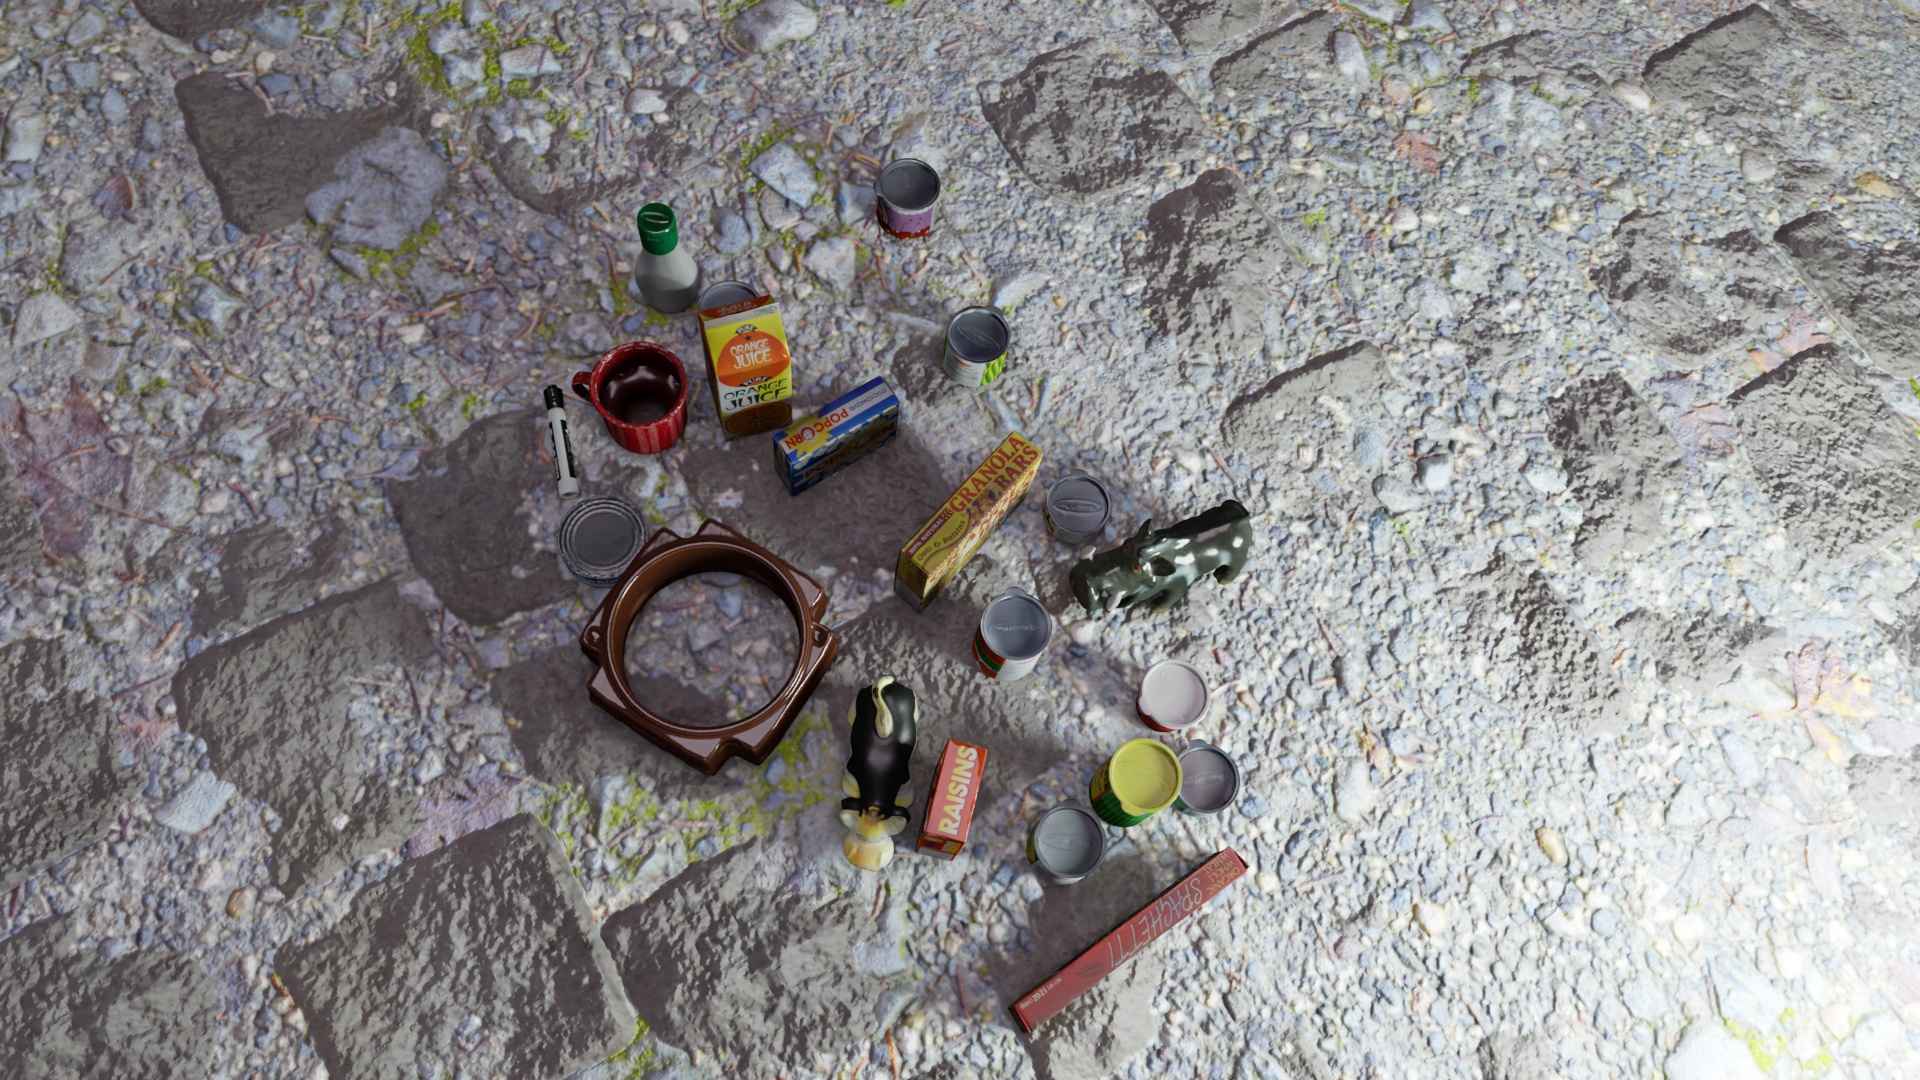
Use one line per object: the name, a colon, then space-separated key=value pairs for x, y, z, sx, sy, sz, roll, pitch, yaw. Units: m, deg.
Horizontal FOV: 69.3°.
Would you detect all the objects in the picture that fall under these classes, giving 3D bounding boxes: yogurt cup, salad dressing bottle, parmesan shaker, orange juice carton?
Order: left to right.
salad dressing bottle: x=-0.295 y=-0.280 z=1.383 sx=0.064 sy=0.147 sz=0.044 roll=10 pitch=70 yaw=-3
orange juice carton: x=-0.205 y=-0.172 z=1.329 sx=0.072 sy=0.192 sz=0.073 roll=-15 pitch=73 yaw=-11
parmesan shaker: x=0.156 y=0.226 z=1.270 sx=0.071 sy=0.102 sz=0.071 roll=2 pitch=70 yaw=-6
yogurt cup: x=0.200 y=0.152 z=1.329 sx=0.072 sy=0.053 sz=0.072 roll=2 pitch=70 yaw=-6

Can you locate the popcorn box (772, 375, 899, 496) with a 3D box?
popcorn box: x=-0.122 y=-0.102 z=1.370 sx=0.127 sy=0.085 sz=0.038 roll=-31 pitch=76 yaw=-16

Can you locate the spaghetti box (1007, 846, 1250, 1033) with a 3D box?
spaghetti box: x=0.152 y=0.357 z=1.249 sx=0.251 sy=0.050 sz=0.029 roll=-32 pitch=76 yaw=-16

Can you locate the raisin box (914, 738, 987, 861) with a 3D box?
raisin box: x=-0.010 y=0.233 z=1.238 sx=0.040 sy=0.123 sz=0.086 roll=16 pitch=69 yaw=0

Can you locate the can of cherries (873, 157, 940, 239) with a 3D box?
can of cherries: x=-0.059 y=-0.366 z=1.489 sx=0.071 sy=0.058 sz=0.072 roll=2 pitch=70 yaw=-6

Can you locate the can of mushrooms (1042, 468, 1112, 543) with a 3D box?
can of mushrooms: x=0.117 y=-0.034 z=1.399 sx=0.071 sy=0.033 sz=0.071 roll=2 pitch=70 yaw=-6

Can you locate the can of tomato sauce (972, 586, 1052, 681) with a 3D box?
can of tomato sauce: x=0.047 y=0.090 z=1.319 sx=0.071 sy=0.082 sz=0.071 roll=2 pitch=70 yaw=-6

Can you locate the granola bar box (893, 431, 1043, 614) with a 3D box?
granola bar box: x=0.005 y=-0.017 z=1.332 sx=0.039 sy=0.123 sz=0.166 roll=40 pitch=71 yaw=8

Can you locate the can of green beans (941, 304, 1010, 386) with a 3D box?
can of green beans: x=0.016 y=-0.200 z=1.436 sx=0.071 sy=0.057 sz=0.071 roll=2 pitch=70 yaw=-6

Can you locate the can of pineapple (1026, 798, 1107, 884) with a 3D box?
can of pineapple: x=0.097 y=0.277 z=1.269 sx=0.071 sy=0.057 sz=0.071 roll=2 pitch=70 yaw=-6

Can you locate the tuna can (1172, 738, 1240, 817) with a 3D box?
tuna can: x=0.228 y=0.226 z=1.316 sx=0.071 sy=0.032 sz=0.071 roll=2 pitch=70 yaw=-6

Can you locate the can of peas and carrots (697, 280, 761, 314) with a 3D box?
can of peas and carrots: x=-0.232 y=-0.220 z=1.415 sx=0.071 sy=0.058 sz=0.071 roll=2 pitch=70 yaw=-6
